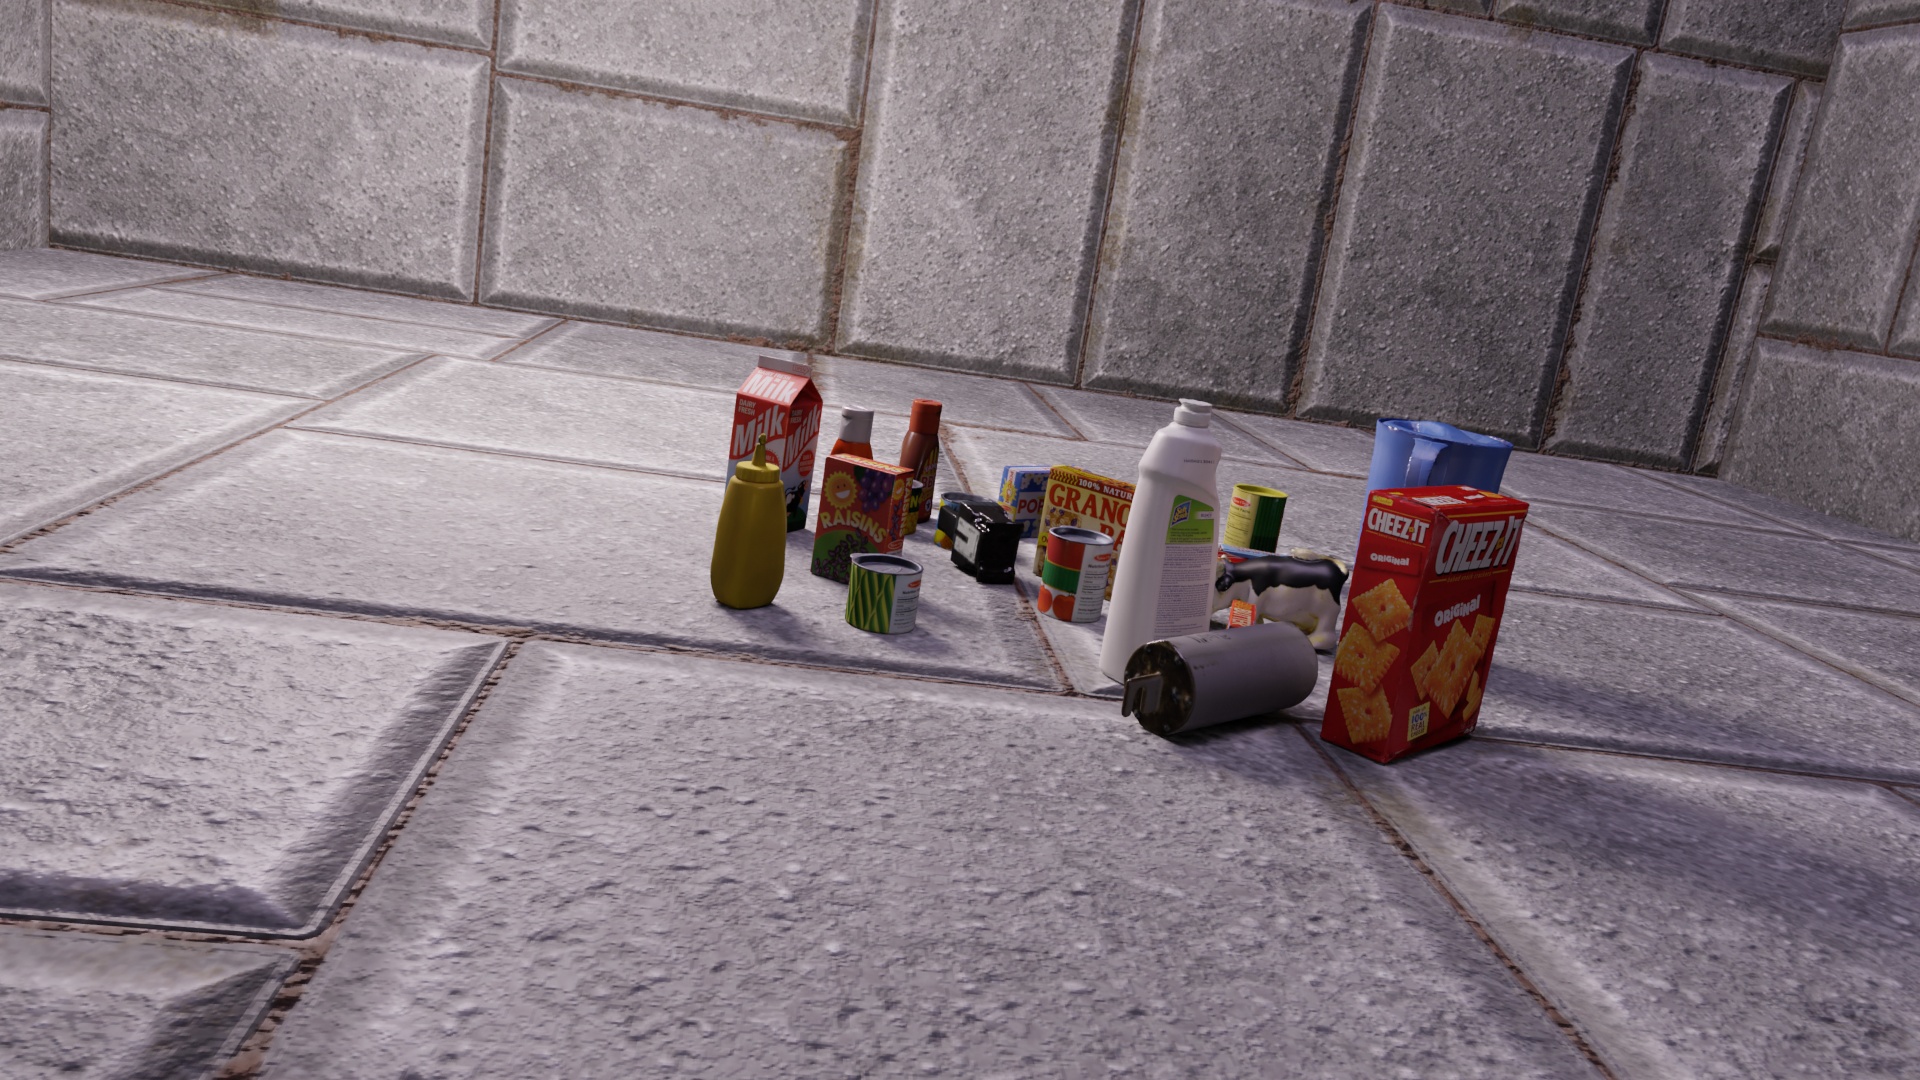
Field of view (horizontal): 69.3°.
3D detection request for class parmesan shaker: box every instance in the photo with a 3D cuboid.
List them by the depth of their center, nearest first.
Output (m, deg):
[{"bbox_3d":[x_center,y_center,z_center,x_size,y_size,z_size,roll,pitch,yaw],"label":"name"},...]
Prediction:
[{"bbox_3d":[0.358,-0.013,1.710,0.071,0.102,0.071,8,13,-2],"label":"parmesan shaker"}]

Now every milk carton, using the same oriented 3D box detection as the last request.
[{"bbox_3d":[-0.208,-0.107,1.548,0.072,0.190,0.073,14,14,23],"label":"milk carton"}]

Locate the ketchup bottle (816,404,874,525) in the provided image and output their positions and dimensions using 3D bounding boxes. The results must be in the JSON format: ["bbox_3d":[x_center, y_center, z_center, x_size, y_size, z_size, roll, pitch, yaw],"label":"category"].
[{"bbox_3d":[-0.125,-0.078,1.569,0.065,0.148,0.043,19,16,39],"label":"ketchup bottle"}]

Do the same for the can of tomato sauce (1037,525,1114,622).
[{"bbox_3d":[0.114,0.033,1.401,0.071,0.083,0.071,8,13,-2],"label":"can of tomato sauce"}]

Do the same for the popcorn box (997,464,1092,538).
[{"bbox_3d":[0.103,-0.050,1.737,0.127,0.085,0.038,-3,17,-42],"label":"popcorn box"}]

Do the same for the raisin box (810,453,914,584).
[{"bbox_3d":[-0.098,-0.018,1.392,0.086,0.123,0.040,15,14,26],"label":"raisin box"}]

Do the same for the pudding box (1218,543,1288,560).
[{"bbox_3d":[0.337,0.036,1.608,0.084,0.049,0.030,10,13,3],"label":"pudding box"}]

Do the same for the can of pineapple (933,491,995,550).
[{"bbox_3d":[0.006,-0.020,1.610,0.071,0.057,0.071,8,13,-2],"label":"can of pineapple"}]

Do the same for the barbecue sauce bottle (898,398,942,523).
[{"bbox_3d":[-0.051,-0.098,1.701,0.044,0.148,0.065,14,14,22],"label":"barbecue sauce bottle"}]

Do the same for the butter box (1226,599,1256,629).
[{"bbox_3d":[0.262,0.094,1.309,0.024,0.053,0.104,11,13,11],"label":"butter box"}]

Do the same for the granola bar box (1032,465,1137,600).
[{"bbox_3d":[0.162,-0.002,1.491,0.165,0.124,0.039,19,16,37],"label":"granola bar box"}]

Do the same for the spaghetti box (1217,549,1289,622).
[{"bbox_3d":[0.283,0.035,1.575,0.029,0.050,0.250,-3,18,-42],"label":"spaghetti box"}]

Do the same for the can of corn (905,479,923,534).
[{"bbox_3d":[-0.080,-0.042,1.643,0.071,0.058,0.071,8,13,-2],"label":"can of corn"}]

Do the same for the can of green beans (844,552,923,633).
[{"bbox_3d":[-0.070,0.048,1.273,0.071,0.057,0.071,8,13,-2],"label":"can of green beans"}]

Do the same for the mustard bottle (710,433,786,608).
[{"bbox_3d":[-0.188,-0.020,1.261,0.049,0.159,0.065,18,16,36],"label":"mustard bottle"}]
